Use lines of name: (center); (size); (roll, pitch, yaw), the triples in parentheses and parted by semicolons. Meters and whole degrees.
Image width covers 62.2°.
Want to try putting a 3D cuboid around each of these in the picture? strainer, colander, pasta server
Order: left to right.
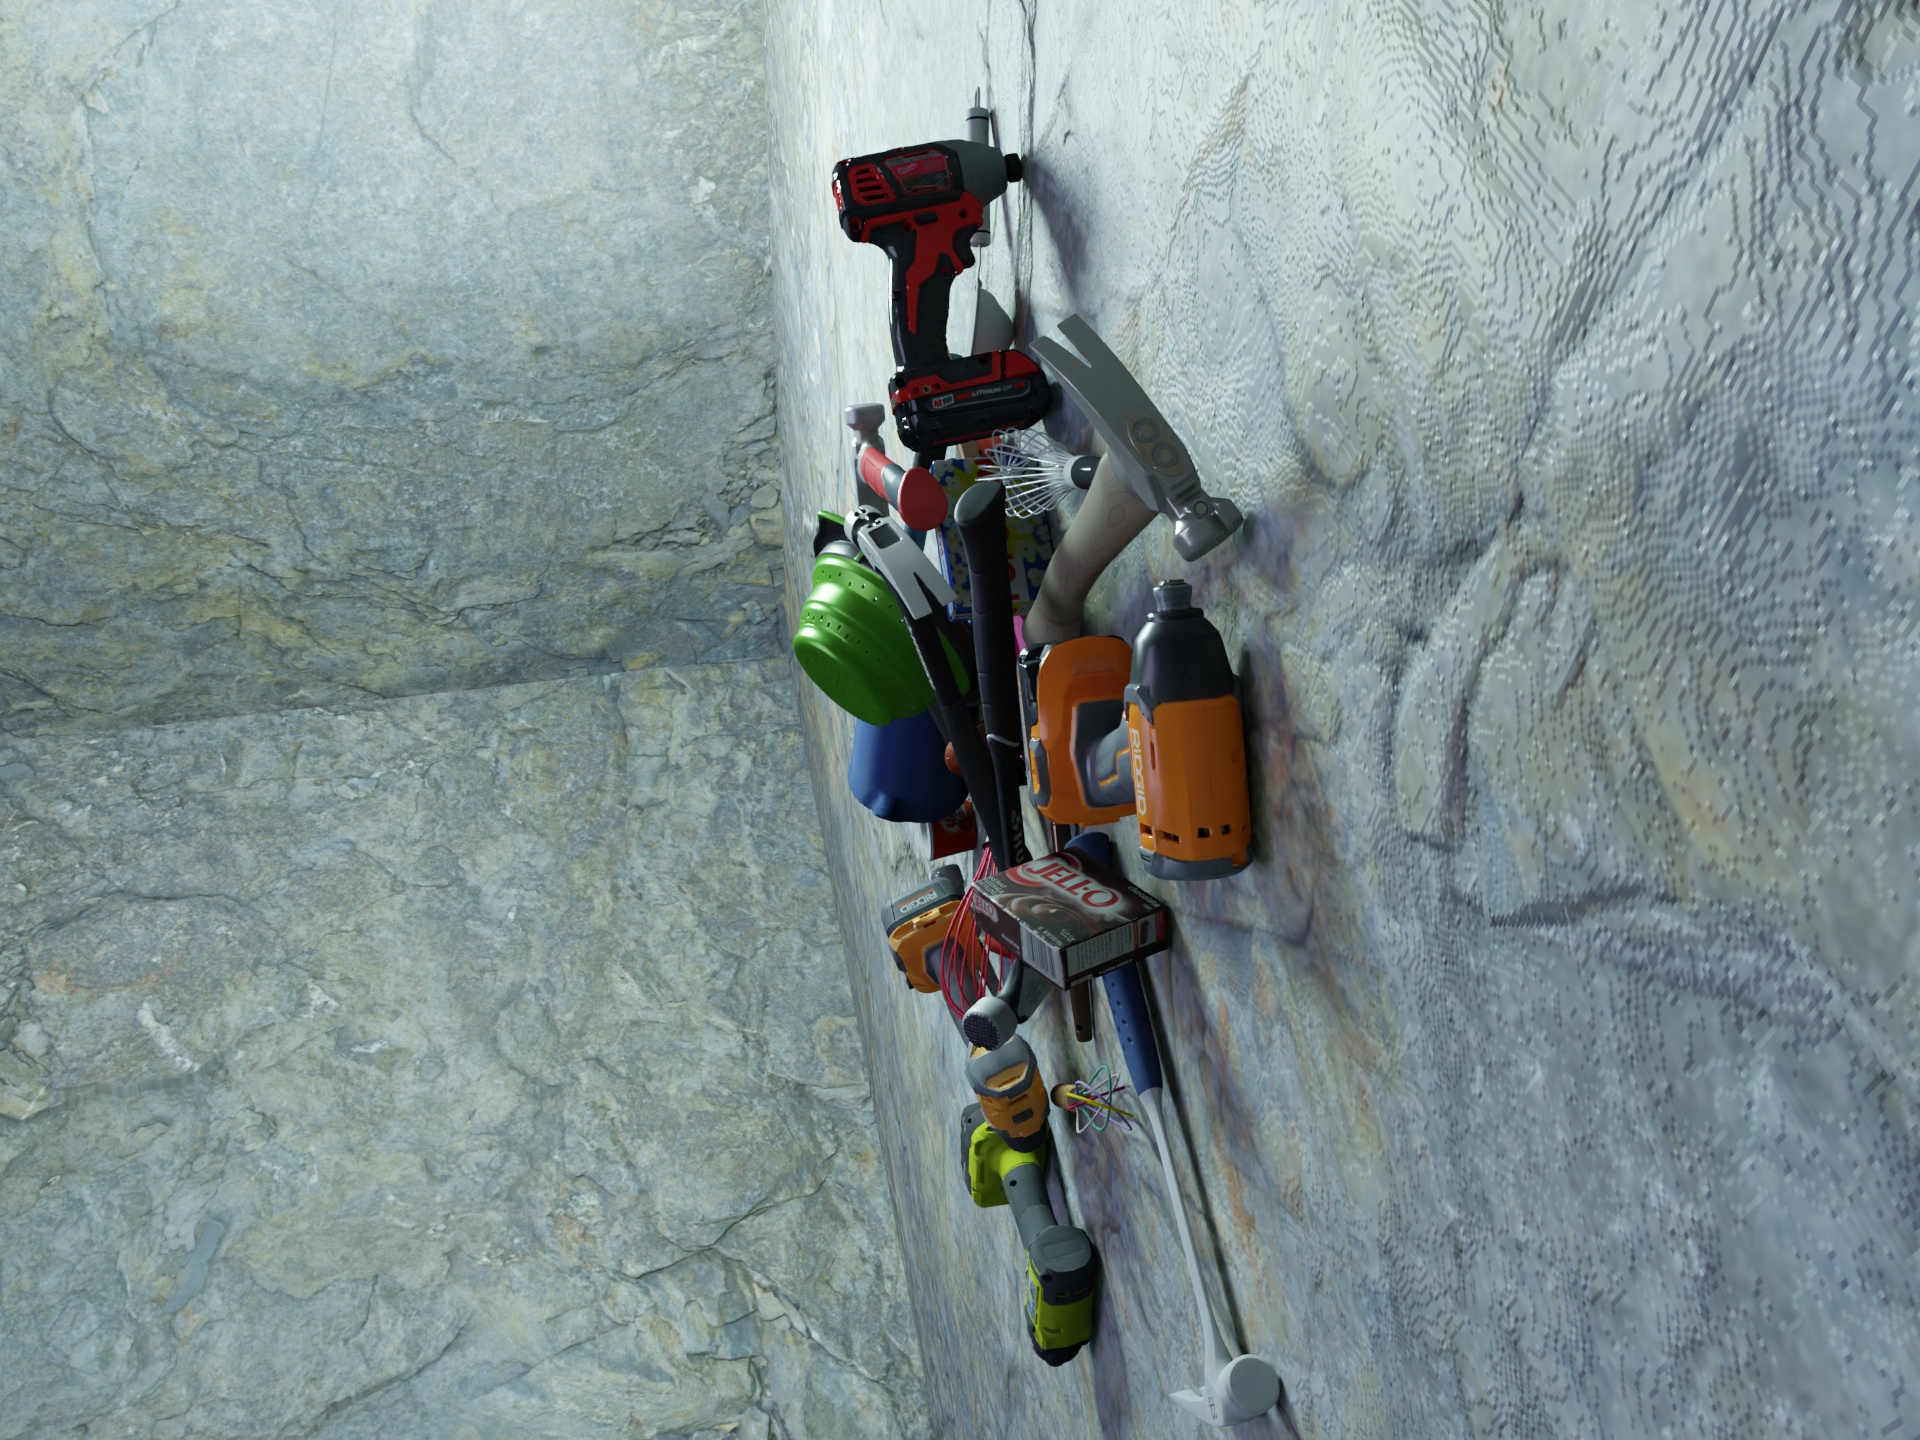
colander: (-0.053, -0.015, 1.437); (0.205, 0.094, 0.396); (29, 159, 35)
strainer: (0.017, -0.379, 1.277); (0.087, 0.050, 0.258); (-151, 60, -86)
pasta server: (0.078, 0.110, 1.275); (0.060, 0.040, 0.316); (1, 103, 37)

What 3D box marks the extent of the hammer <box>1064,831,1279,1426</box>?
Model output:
hammer: (0.131, 0.269, 1.093); (0.144, 0.035, 0.406); (101, 160, -59)

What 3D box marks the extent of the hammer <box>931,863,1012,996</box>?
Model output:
hammer: (0.043, 0.216, 1.514); (0.359, 0.036, 0.149); (168, 82, -77)

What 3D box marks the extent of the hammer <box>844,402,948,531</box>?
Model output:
hammer: (-0.056, -0.185, 1.346); (0.386, 0.038, 0.143); (-123, 26, -73)

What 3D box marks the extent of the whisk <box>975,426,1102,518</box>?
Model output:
whisk: (0.071, -0.170, 1.082); (0.285, 0.070, 0.070); (-152, 55, -72)

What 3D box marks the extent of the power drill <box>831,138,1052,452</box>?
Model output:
power drill: (-0.005, -0.323, 1.191); (0.078, 0.143, 0.219); (178, 79, -84)

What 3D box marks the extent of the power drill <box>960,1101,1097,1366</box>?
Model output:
power drill: (0.066, 0.479, 1.498); (0.223, 0.080, 0.171); (-114, 20, -50)

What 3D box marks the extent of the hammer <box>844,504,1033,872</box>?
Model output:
hammer: (-0.002, -0.004, 1.250); (0.146, 0.035, 0.334); (48, 163, 56)

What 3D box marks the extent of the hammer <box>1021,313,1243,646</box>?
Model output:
hammer: (0.074, -0.114, 1.024); (0.146, 0.038, 0.410); (53, 169, 6)

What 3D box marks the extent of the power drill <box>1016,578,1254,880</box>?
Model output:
power drill: (0.103, -0.002, 0.953); (0.226, 0.084, 0.164); (-163, 67, -74)

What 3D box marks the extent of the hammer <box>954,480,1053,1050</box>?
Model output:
hammer: (0.037, 0.030, 1.143); (0.036, 0.149, 0.408); (10, 118, 32)

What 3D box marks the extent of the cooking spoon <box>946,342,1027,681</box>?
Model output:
cooking spoon: (0.022, -0.162, 1.309); (0.069, 0.017, 0.319); (-20, 85, 55)

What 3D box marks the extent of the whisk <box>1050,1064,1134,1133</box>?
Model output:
whisk: (0.097, 0.307, 1.295); (0.245, 0.047, 0.051); (115, 145, -77)

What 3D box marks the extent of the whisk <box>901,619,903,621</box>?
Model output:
whisk: (-0.005, -0.113, 1.427); (0.246, 0.059, 0.058); (-3, 62, 63)

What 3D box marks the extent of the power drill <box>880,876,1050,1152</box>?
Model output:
power drill: (0.015, 0.276, 1.439); (0.226, 0.084, 0.185); (60, 172, 35)

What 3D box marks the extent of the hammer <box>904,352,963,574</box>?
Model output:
hammer: (-0.041, -0.208, 1.574); (0.033, 0.128, 0.330); (36, 135, 26)

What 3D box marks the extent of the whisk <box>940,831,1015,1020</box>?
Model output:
whisk: (0.028, 0.127, 1.377); (0.073, 0.073, 0.296); (101, 177, -60)

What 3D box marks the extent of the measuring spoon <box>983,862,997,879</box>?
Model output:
measuring spoon: (0.044, 0.145, 1.573); (0.124, 0.018, 0.034); (105, 146, -49)
